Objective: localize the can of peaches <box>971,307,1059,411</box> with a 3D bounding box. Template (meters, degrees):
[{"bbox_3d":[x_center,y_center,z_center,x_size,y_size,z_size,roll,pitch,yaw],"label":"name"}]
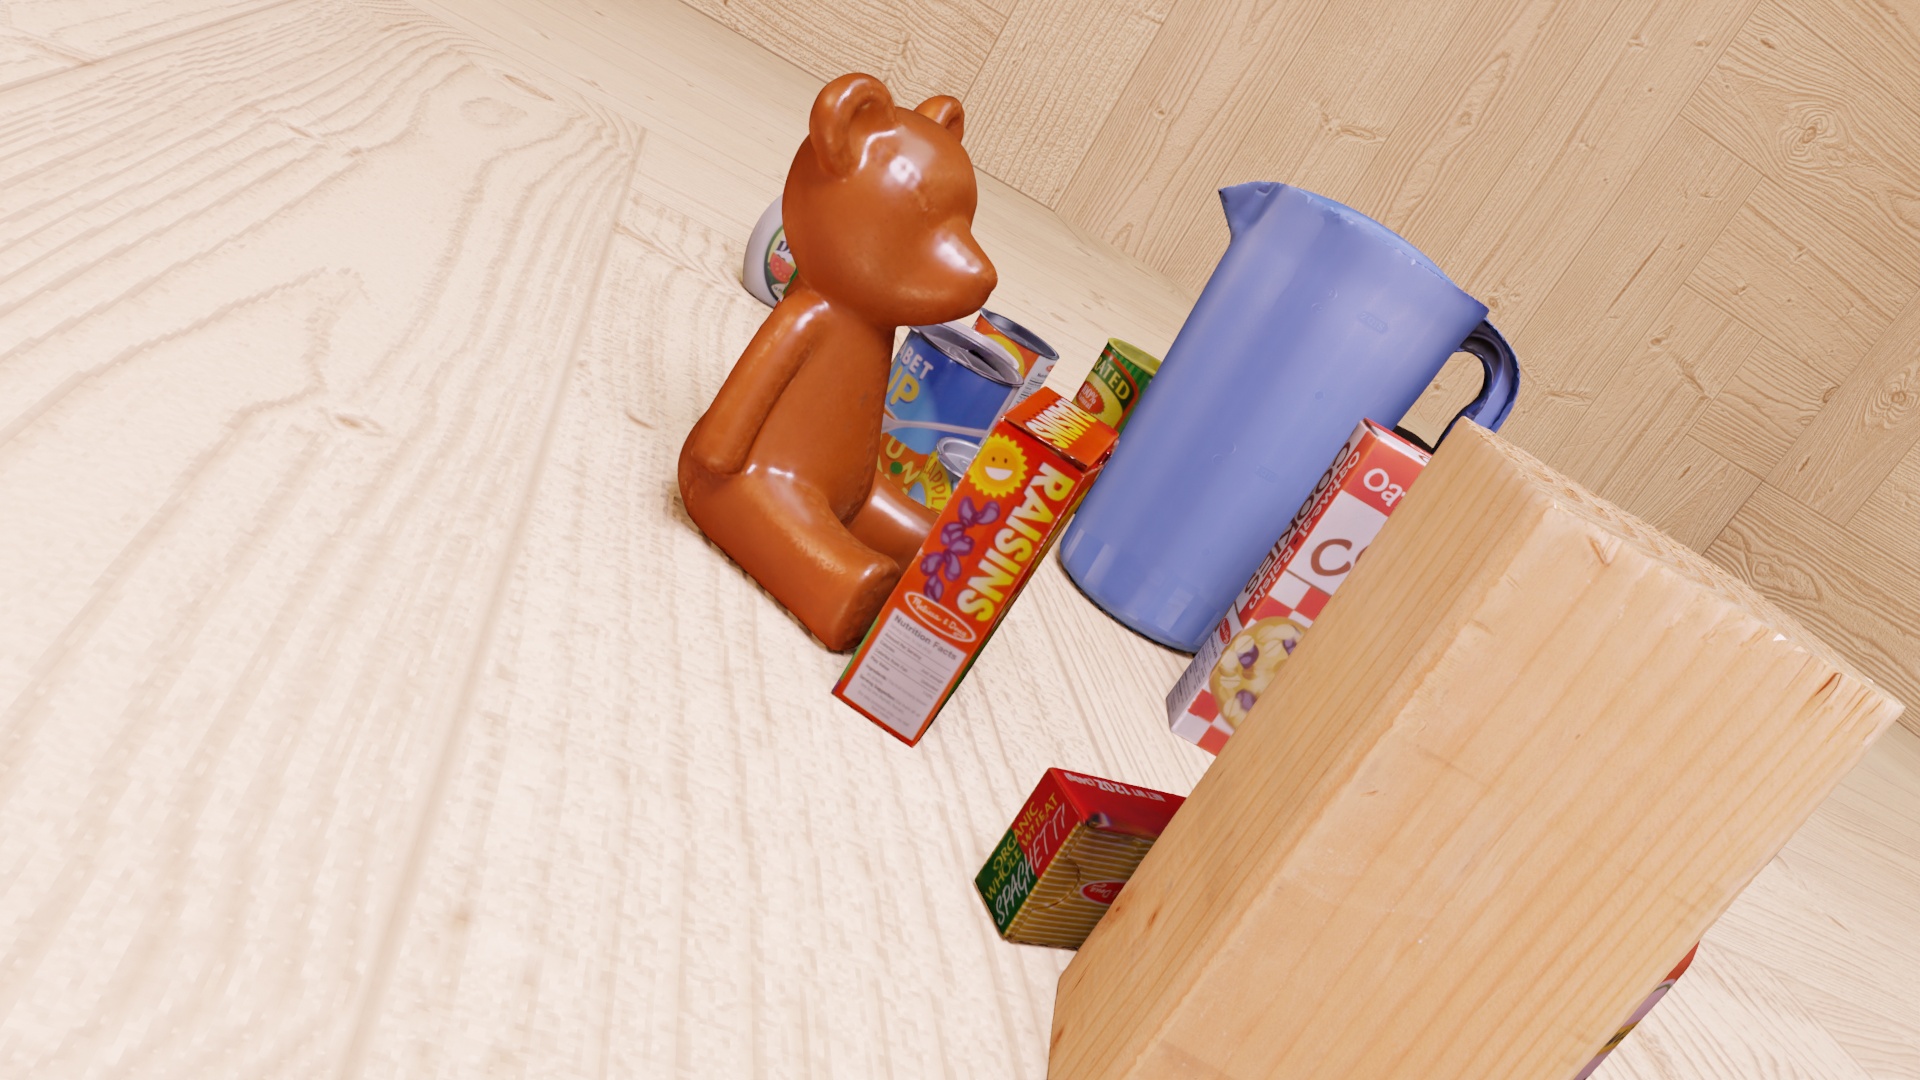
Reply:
[{"bbox_3d":[0.027,-0.126,1.003,0.071,0.058,0.071,28,18,-10],"label":"can of peaches"}]

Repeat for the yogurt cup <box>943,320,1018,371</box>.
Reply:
[{"bbox_3d":[-0.003,-0.109,0.918,0.072,0.053,0.072,28,18,-10],"label":"yogurt cup"}]

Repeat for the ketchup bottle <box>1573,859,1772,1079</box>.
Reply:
[{"bbox_3d":[0.192,0.136,0.435,0.065,0.148,0.044,14,24,-42],"label":"ketchup bottle"}]

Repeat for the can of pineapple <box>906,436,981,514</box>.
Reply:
[{"bbox_3d":[0.002,-0.008,0.657,0.071,0.057,0.071,28,18,-10],"label":"can of pineapple"}]

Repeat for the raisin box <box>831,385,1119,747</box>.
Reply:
[{"bbox_3d":[0.008,0.007,0.522,0.040,0.123,0.086,33,18,5],"label":"raisin box"}]

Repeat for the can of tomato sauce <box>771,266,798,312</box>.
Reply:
[{"bbox_3d":[-0.077,-0.148,0.856,0.071,0.083,0.071,28,18,-10],"label":"can of tomato sauce"}]

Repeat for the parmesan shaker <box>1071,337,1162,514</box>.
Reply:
[{"bbox_3d":[0.098,-0.068,0.892,0.071,0.102,0.071,28,18,-10],"label":"parmesan shaker"}]

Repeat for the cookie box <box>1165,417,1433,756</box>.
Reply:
[{"bbox_3d":[0.193,0.045,0.645,0.123,0.167,0.040,30,18,-6],"label":"cookie box"}]

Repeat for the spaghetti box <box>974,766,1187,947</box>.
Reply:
[{"bbox_3d":[0.117,0.128,0.496,0.250,0.050,0.029,18,22,-35],"label":"spaghetti box"}]

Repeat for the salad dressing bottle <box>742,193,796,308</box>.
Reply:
[{"bbox_3d":[-0.093,-0.224,0.925,0.064,0.147,0.044,19,21,-34],"label":"salad dressing bottle"}]

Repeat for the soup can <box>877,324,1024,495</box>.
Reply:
[{"bbox_3d":[-0.018,-0.067,0.736,0.071,0.083,0.071,28,18,-10],"label":"soup can"}]
